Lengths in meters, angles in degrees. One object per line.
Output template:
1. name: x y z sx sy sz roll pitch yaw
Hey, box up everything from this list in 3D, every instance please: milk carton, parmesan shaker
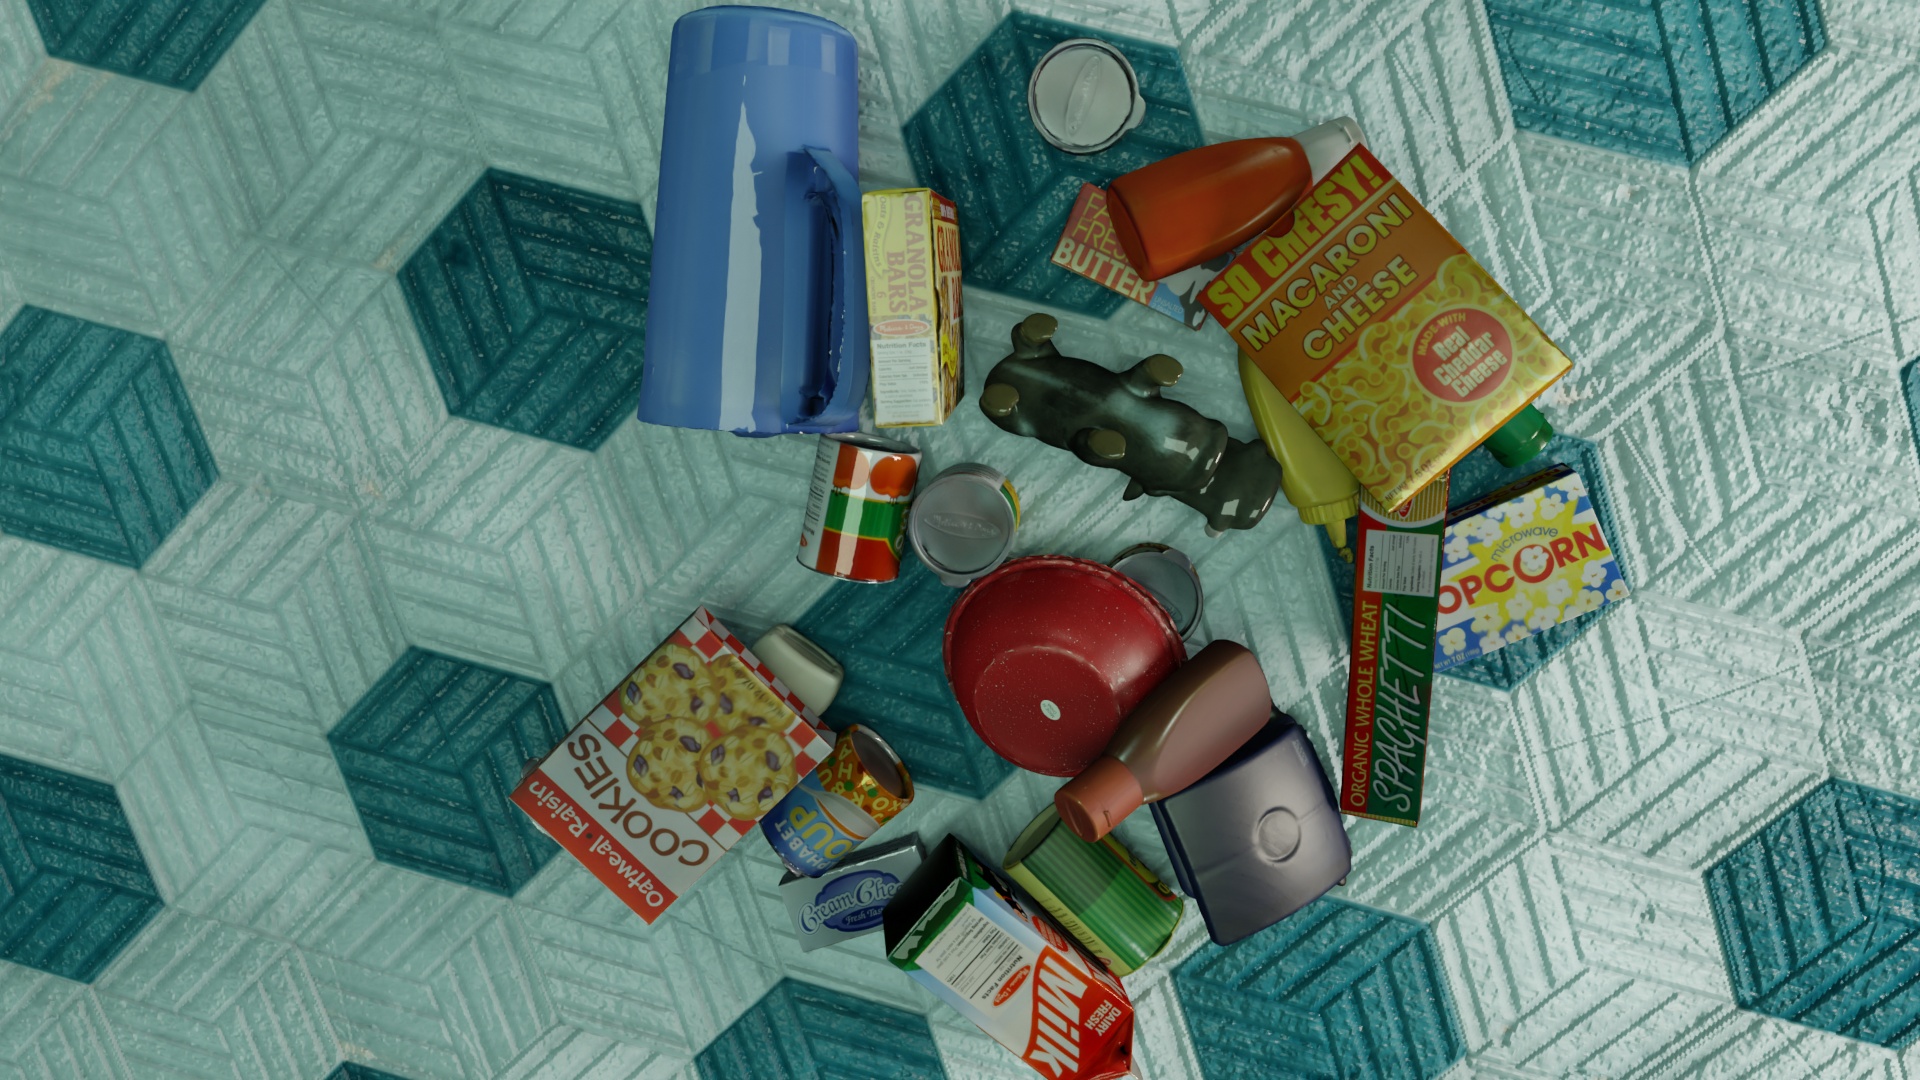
1. milk carton: 0.044 0.286 0.910 0.190 0.072 0.073 40 94 -10
2. parmesan shaker: 0.087 0.224 0.906 0.103 0.071 0.071 44 103 -3

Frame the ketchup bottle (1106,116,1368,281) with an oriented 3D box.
1. ketchup bottle: 0.164 -0.206 0.812 0.149 0.043 0.065 -22 77 -4

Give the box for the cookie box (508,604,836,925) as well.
1. cookie box: -0.182 0.143 0.884 0.167 0.040 0.123 -44 97 5

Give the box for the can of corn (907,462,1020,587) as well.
1. can of corn: 0.003 -0.011 0.876 0.071 0.058 0.071 1 101 6

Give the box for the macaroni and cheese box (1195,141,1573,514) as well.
1. macaroni and cheese box: 0.232 -0.117 0.772 0.123 0.040 0.166 -43 77 18

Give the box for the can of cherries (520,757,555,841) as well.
1. can of cherries: -0.254 0.162 0.940 0.071 0.058 0.071 1 102 7

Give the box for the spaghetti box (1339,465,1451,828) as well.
1. spaghetti box: 0.261 0.053 0.837 0.050 0.029 0.249 6 109 21

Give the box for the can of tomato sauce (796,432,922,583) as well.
1. can of tomato sauce: -0.062 -0.022 0.879 0.071 0.071 0.083 13 102 4

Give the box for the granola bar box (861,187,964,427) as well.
1. granola bar box: -0.023 -0.136 0.801 0.039 0.166 0.124 -2 101 5

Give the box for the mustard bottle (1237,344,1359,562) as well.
1. mustard bottle: 0.214 -0.062 0.847 0.065 0.049 0.160 -15 99 6

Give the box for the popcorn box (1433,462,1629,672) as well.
1. popcorn box: 0.330 0.017 0.854 0.126 0.038 0.085 -24 96 11

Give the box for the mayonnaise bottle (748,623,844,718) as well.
1. mayonnaise bottle: -0.142 0.129 0.930 0.065 0.041 0.147 37 104 -2

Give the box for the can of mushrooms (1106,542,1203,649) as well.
1. can of mushrooms: 0.122 0.034 0.884 0.071 0.033 0.071 1 101 7

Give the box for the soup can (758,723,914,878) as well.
1. soup can: -0.082 0.173 0.915 0.083 0.071 0.071 -40 94 12

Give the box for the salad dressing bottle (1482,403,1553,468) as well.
1. salad dressing bottle: 0.289 -0.105 0.825 0.147 0.064 0.044 43 87 -8

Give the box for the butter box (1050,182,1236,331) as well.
1. butter box: 0.111 -0.173 0.850 0.103 0.024 0.053 26 102 1

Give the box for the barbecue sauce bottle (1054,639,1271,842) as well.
1. barbecue sauce bottle: 0.121 0.122 0.826 0.149 0.044 0.064 -33 120 -27

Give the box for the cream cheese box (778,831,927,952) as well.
1. cream cheese box: -0.068 0.241 0.951 0.104 0.024 0.053 -19 97 10

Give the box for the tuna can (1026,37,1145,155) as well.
1. tuna can: 0.076 -0.264 0.832 0.071 0.033 0.071 1 101 7
